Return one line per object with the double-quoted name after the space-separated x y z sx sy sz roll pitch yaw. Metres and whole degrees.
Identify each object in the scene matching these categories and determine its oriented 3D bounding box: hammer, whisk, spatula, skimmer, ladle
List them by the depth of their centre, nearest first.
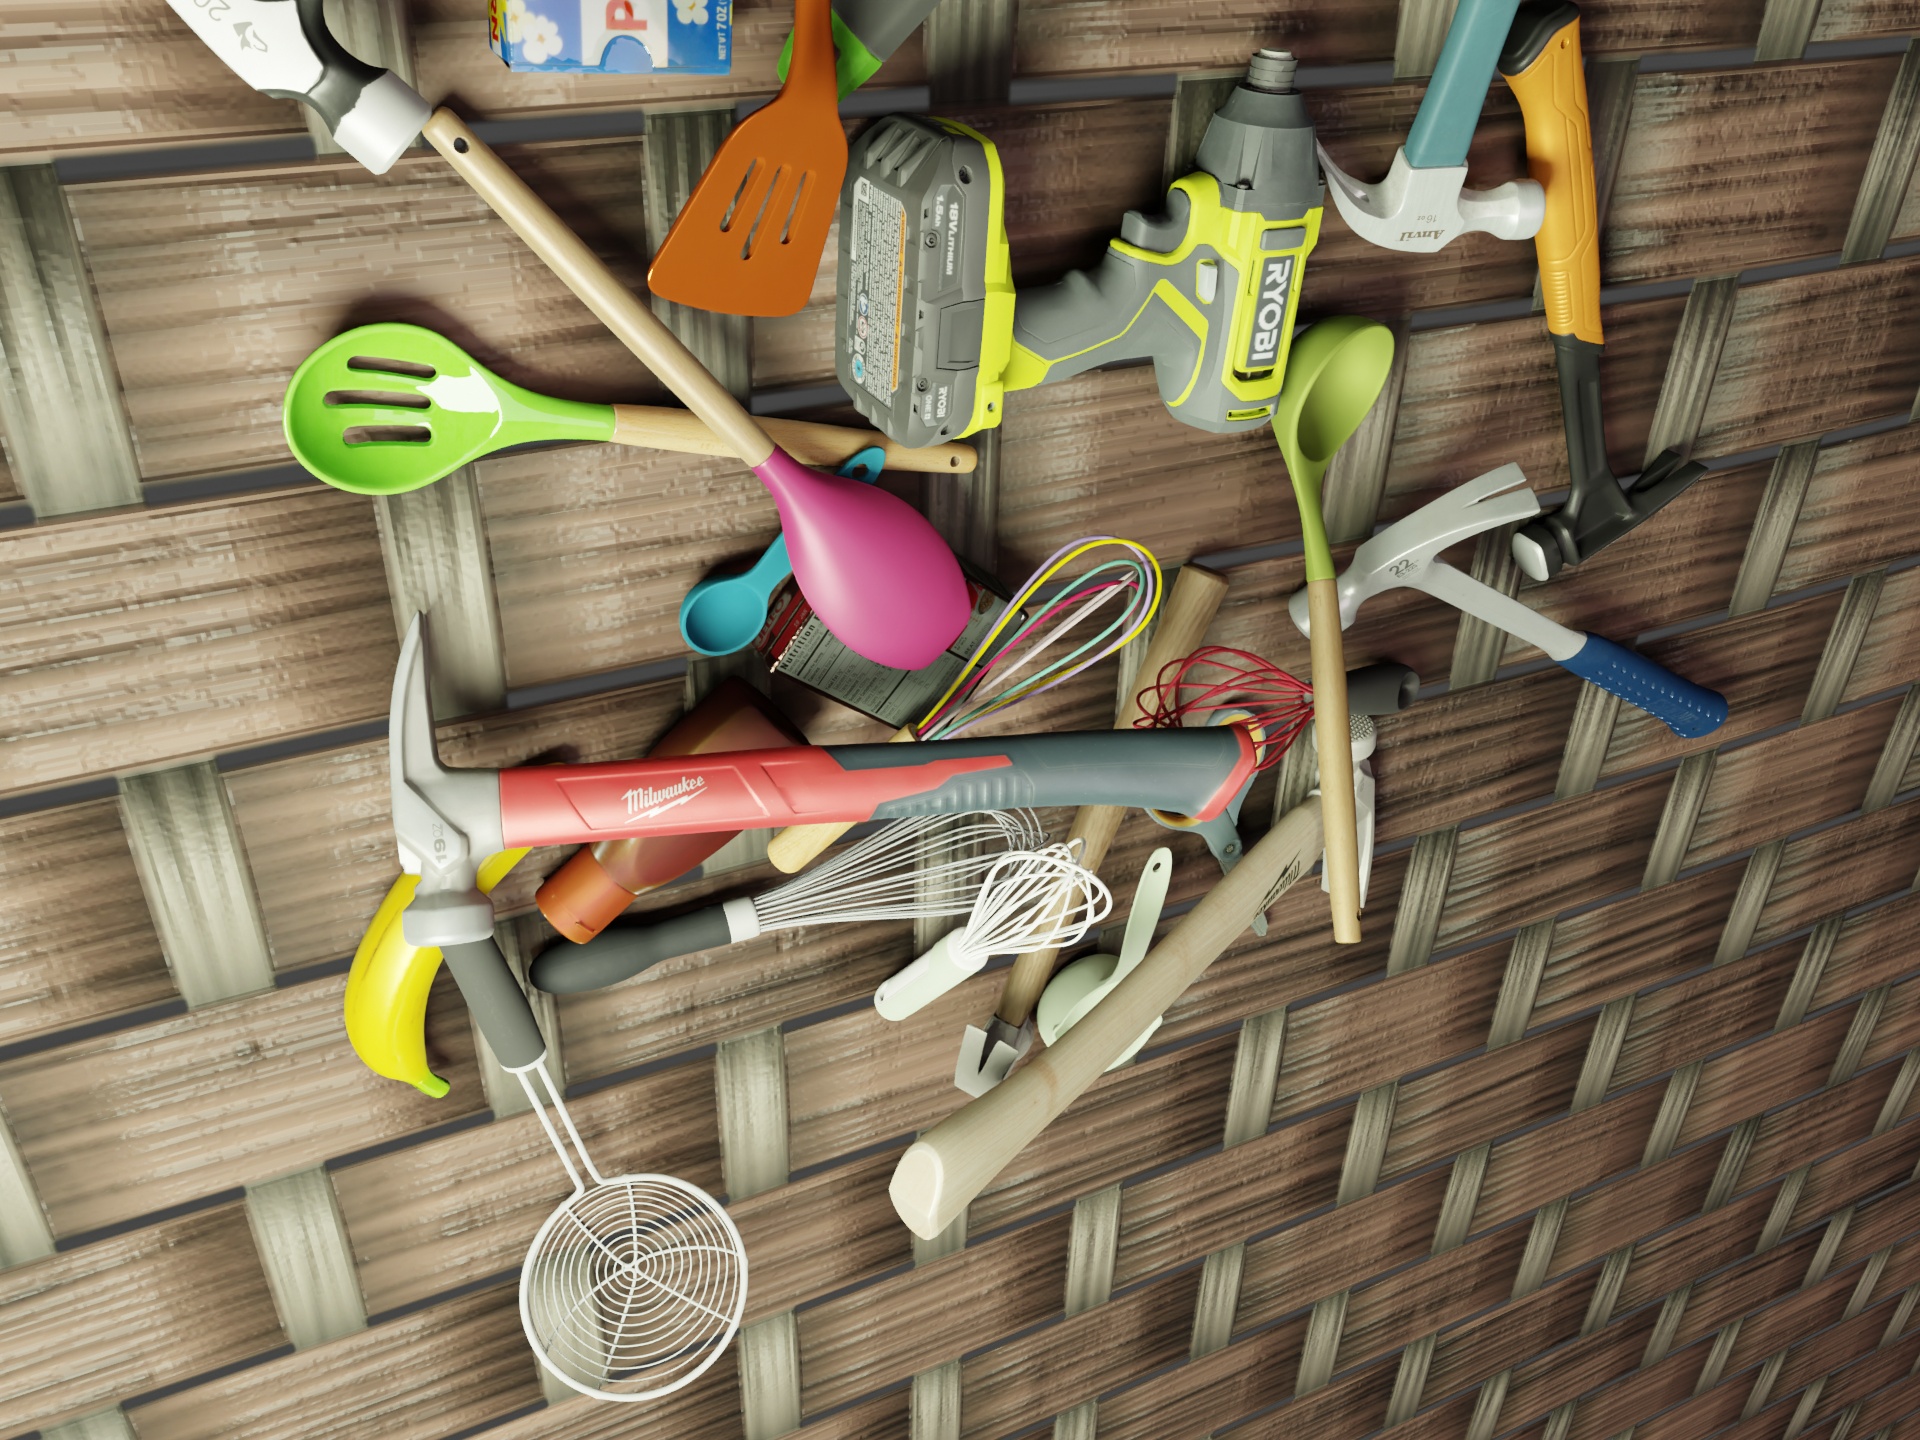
-0.137 -0.342 0.487 0.334 0.035 0.146 -42 119 15 "hammer"
-0.057 -0.311 0.580 0.081 0.041 0.322 -6 110 -48 "spatula"
0.237 -0.336 0.674 0.128 0.033 0.330 -6 147 -8 "hammer"
-0.053 0.013 0.719 0.386 0.038 0.143 -4 90 -12 "hammer"
0.000 -0.001 0.779 0.245 0.051 0.047 -40 138 15 "whisk"
-0.198 0.227 0.814 0.127 0.090 0.362 -22 136 -14 "skimmer"
0.198 -0.047 0.814 0.078 0.062 0.320 -1 87 -53 "ladle"
0.007 0.117 0.836 0.059 0.058 0.246 28 147 -12 "whisk"
-0.086 0.096 0.842 0.284 0.070 0.070 -14 126 -15 "whisk"
0.347 -0.236 0.884 0.127 0.034 0.336 -32 130 -7 "hammer"
0.186 -0.010 0.884 0.295 0.073 0.073 -7 125 -50 "whisk"
0.072 0.067 0.895 0.331 0.031 0.130 -68 171 12 "hammer"
0.116 0.153 0.910 0.410 0.038 0.146 -36 134 -33 "hammer"
0.382 -0.052 0.997 0.405 0.035 0.144 17 138 -40 "hammer"

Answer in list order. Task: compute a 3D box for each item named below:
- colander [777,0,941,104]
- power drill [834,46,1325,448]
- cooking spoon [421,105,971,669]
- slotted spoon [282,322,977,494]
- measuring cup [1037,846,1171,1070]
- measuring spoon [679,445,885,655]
0.087 -0.376 0.606 0.397 0.204 0.094 -41 168 20 "colander"
0.061 -0.209 0.714 0.223 0.080 0.171 -13 126 -27 "power drill"
-0.101 -0.130 0.676 0.069 0.017 0.318 -47 121 -3 "cooking spoon"
-0.128 -0.125 0.691 0.313 0.031 0.070 -1 117 -32 "slotted spoon"
0.095 0.142 0.983 0.083 0.038 0.167 0 117 -30 "measuring cup"
-0.084 -0.083 0.741 0.128 0.021 0.042 -45 137 7 "measuring spoon"
